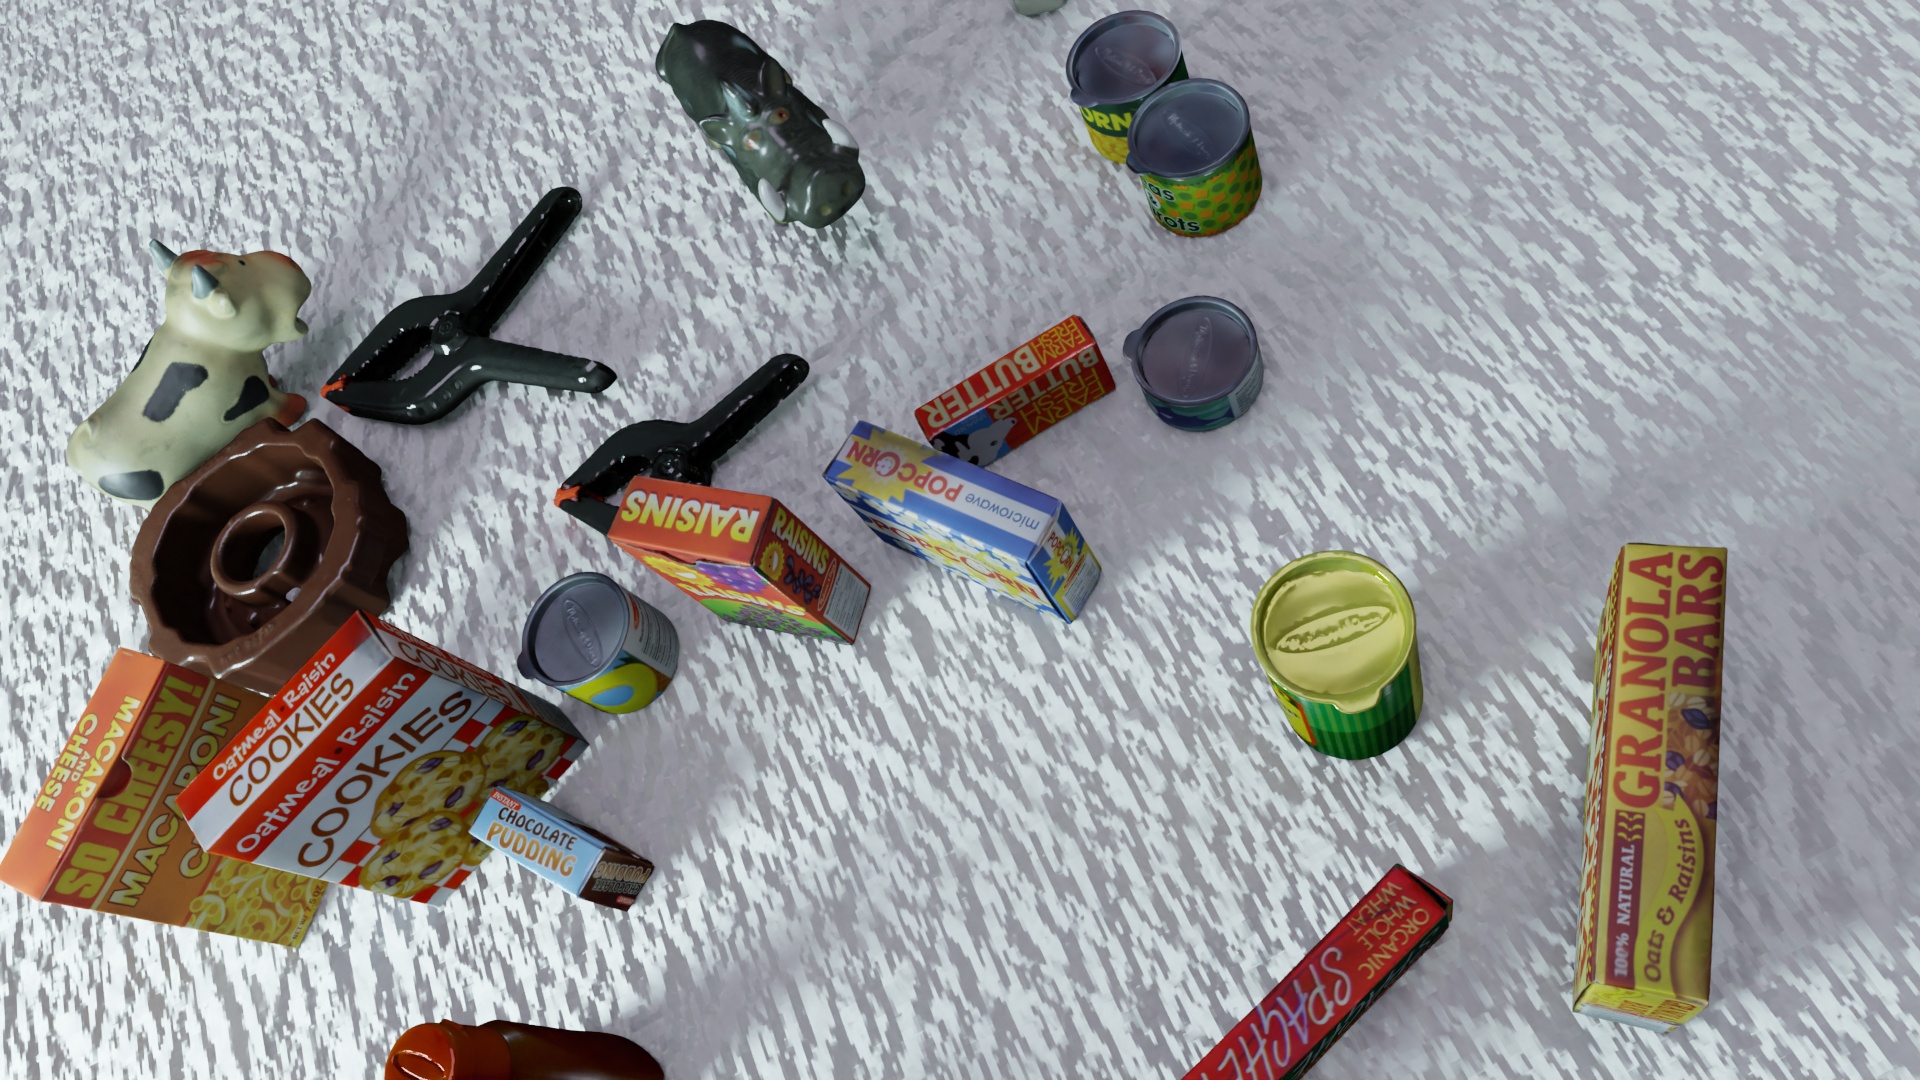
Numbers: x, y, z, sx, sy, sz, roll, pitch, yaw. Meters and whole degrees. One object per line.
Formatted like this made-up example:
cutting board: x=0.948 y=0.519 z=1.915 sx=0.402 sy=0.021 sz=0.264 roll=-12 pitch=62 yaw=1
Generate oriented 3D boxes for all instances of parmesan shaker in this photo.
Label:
parmesan shaker: x=0.168 y=0.056 z=0.611 sx=0.071 sy=0.103 sz=0.071 roll=-8 pitch=65 yaw=17

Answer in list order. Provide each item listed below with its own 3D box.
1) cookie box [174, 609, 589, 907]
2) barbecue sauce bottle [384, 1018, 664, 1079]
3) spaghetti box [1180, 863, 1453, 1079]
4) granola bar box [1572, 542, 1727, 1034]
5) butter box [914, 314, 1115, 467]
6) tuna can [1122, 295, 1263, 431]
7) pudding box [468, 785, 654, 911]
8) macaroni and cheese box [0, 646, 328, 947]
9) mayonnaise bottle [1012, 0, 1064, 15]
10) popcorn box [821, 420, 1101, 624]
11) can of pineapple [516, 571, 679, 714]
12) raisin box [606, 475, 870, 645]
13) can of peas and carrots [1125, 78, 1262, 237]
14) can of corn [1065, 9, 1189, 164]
cookie box: x=-0.288 y=0.117 z=0.712 sx=0.123 sy=0.167 sz=0.040 roll=-48 pitch=60 yaw=-5
barbecue sauce bottle: x=-0.198 y=0.244 z=0.633 sx=0.065 sy=0.148 sz=0.044 roll=11 pitch=72 yaw=24
spaghetti box: x=0.110 y=0.234 z=0.582 sx=0.250 sy=0.050 sz=0.029 roll=-44 pitch=60 yaw=-3
granola bar box: x=0.267 y=0.100 z=0.543 sx=0.039 sy=0.124 sz=0.166 roll=5 pitch=69 yaw=22
butter box: x=0.030 y=-0.076 z=0.750 sx=0.103 sy=0.053 sz=0.024 roll=-31 pitch=60 yaw=5
tuna can: x=0.123 y=-0.093 z=0.735 sx=0.071 sy=0.032 sz=0.071 roll=-8 pitch=65 yaw=17
pudding box: x=-0.210 y=0.162 z=0.732 sx=0.084 sy=0.049 sz=0.030 roll=21 pitch=76 yaw=27
macaroni and cheese box: x=-0.397 y=0.141 z=0.742 sx=0.040 sy=0.166 sz=0.124 roll=12 pitch=72 yaw=24
mayonnaise bottle: x=0.030 y=-0.390 z=0.837 sx=0.041 sy=0.147 sz=0.065 roll=-4 pitch=66 yaw=19
popcorn box: x=0.003 y=-0.009 z=0.711 sx=0.127 sy=0.085 sz=0.038 roll=23 pitch=77 yaw=27
can of pineapple: x=-0.200 y=0.058 z=0.770 sx=0.071 sy=0.057 sz=0.071 roll=-8 pitch=65 yaw=17
raisin box: x=-0.111 y=0.012 z=0.721 sx=0.086 sy=0.123 sz=0.040 roll=10 pitch=71 yaw=24
can of peas and carrots: x=0.129 y=-0.209 z=0.771 sx=0.071 sy=0.058 sz=0.071 roll=-8 pitch=65 yaw=17
can of corn: x=0.098 y=-0.259 z=0.805 sx=0.071 sy=0.058 sz=0.071 roll=-8 pitch=65 yaw=17
